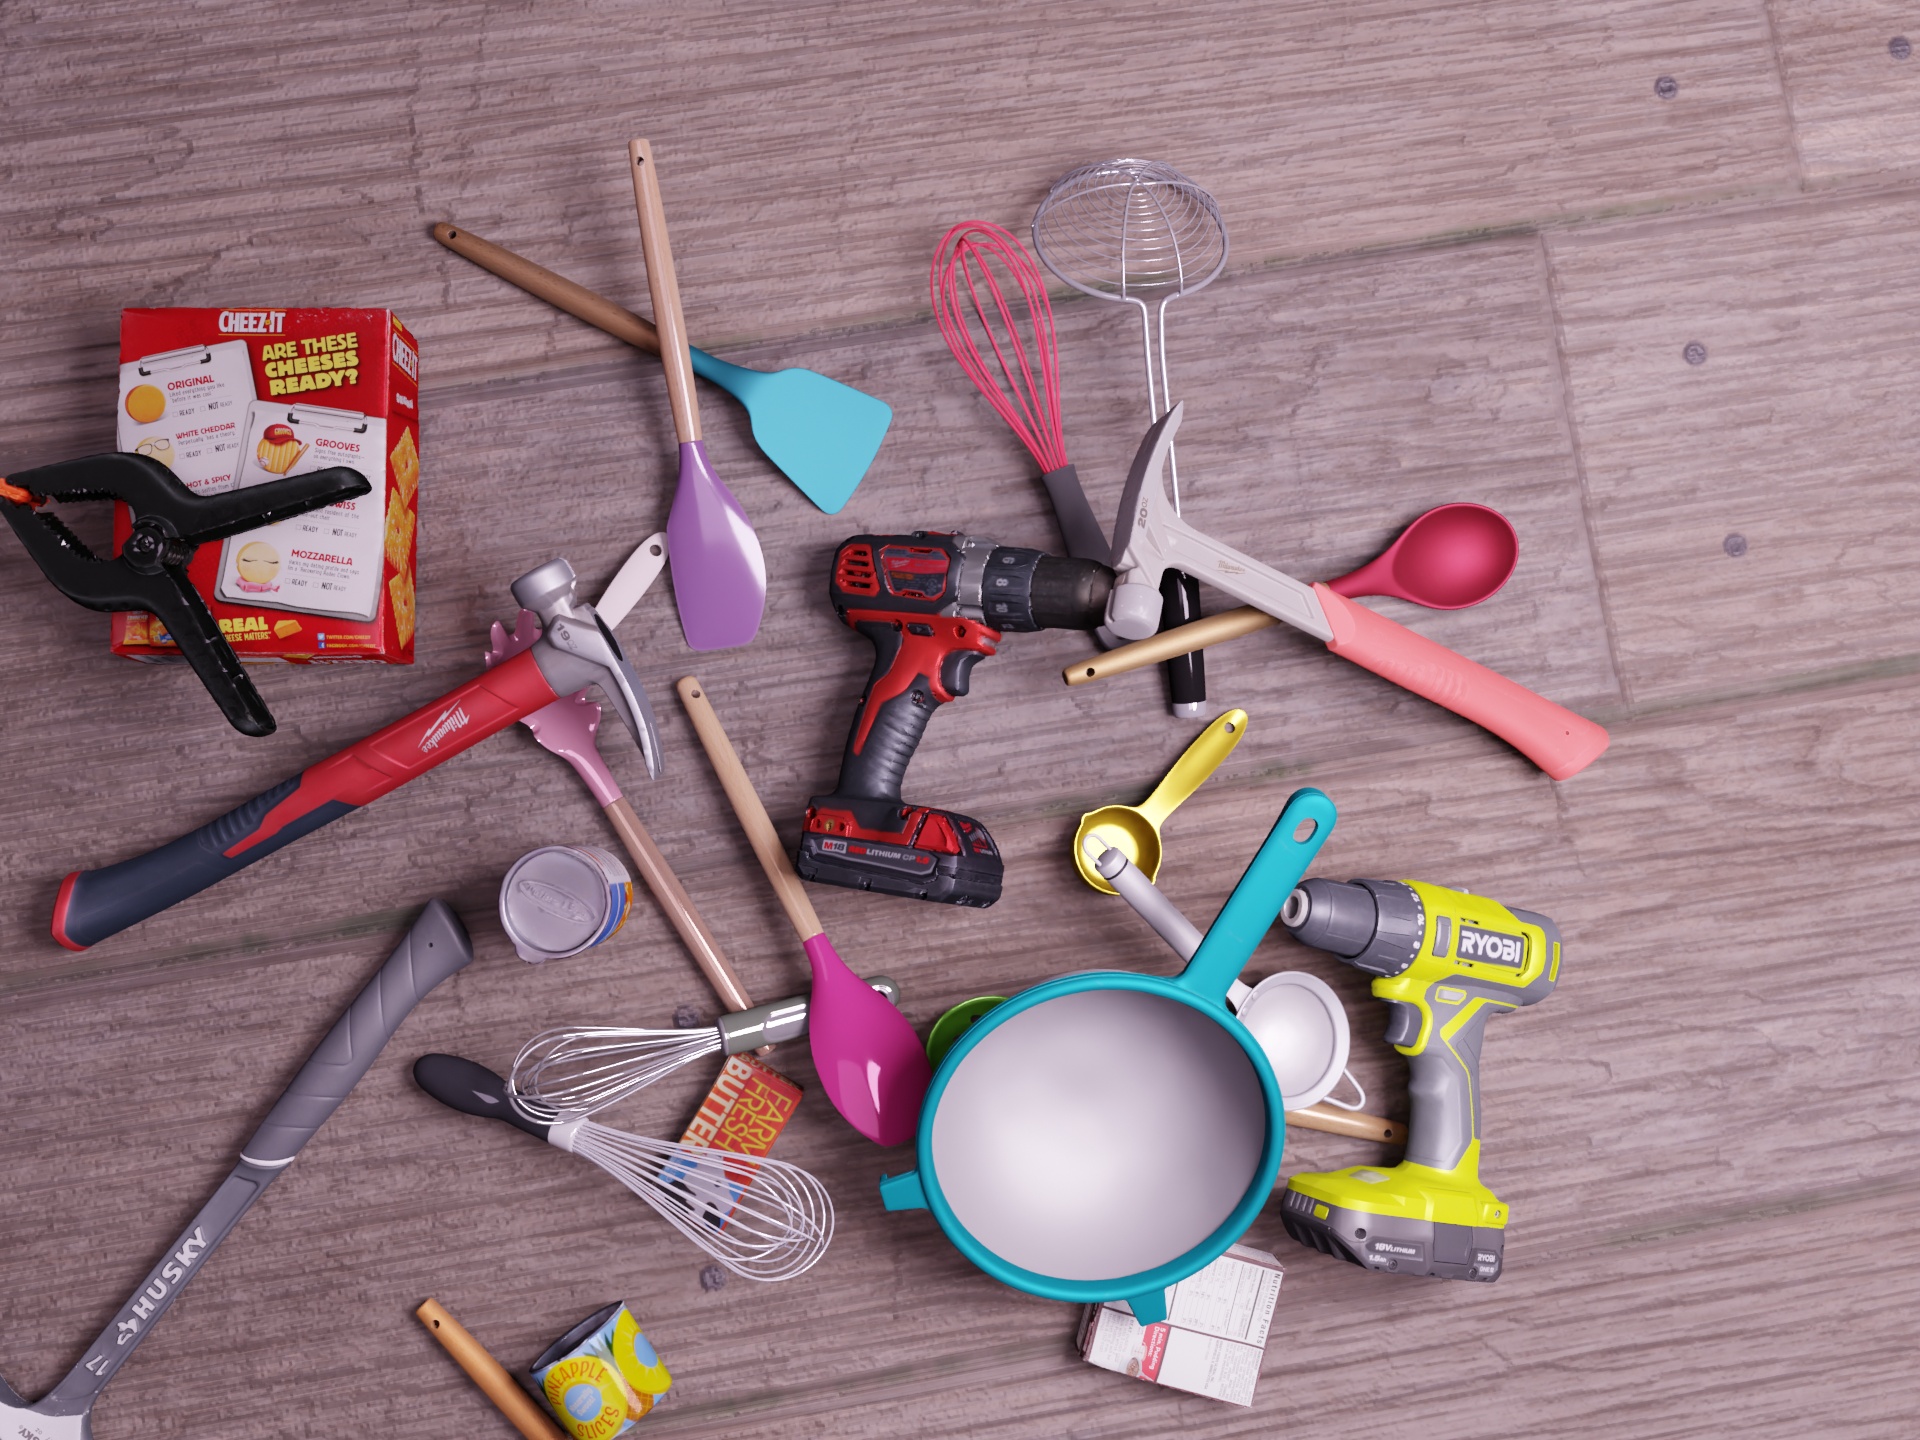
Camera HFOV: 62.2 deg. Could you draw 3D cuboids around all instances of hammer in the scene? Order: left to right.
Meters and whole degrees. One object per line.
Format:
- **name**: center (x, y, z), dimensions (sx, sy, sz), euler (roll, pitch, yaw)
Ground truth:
- **hammer**: center (-0.440, 0.279, 0.972), dimensions (0.149, 0.036, 0.409), euler (37, 85, 1)
- **hammer**: center (-0.370, 0.054, 0.961), dimensions (0.386, 0.038, 0.143), euler (-28, 98, 5)
- **hammer**: center (0.253, -0.058, 0.979), dimensions (0.359, 0.036, 0.149), euler (23, 66, -18)

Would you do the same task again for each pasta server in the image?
- **pasta server**: center (-0.202, 0.073, 0.996), dimensions (0.060, 0.040, 0.316), euler (-32, 89, -27)

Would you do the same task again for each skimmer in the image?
- **skimmer**: center (0.125, -0.185, 1.035), dimensions (0.127, 0.090, 0.363), euler (-7, 96, -8)

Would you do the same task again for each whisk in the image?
- **whisk**: center (-0.207, 0.258, 0.957), dimensions (0.285, 0.070, 0.070), euler (19, 85, 14)
- **whisk**: center (-0.152, 0.193, 0.962), dimensions (0.246, 0.059, 0.058), euler (-11, 99, -20)
- **whisk**: center (0.054, -0.178, 1.019), dimensions (0.073, 0.073, 0.296), euler (-22, 94, -4)

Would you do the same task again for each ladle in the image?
- **ladle**: center (0.211, -0.072, 1.010), dimensions (0.315, 0.031, 0.069), euler (-18, 99, -12)

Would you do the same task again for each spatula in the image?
- **spatula**: center (-0.218, 0.474, 0.965), dimensions (0.081, 0.041, 0.322), euler (-44, 88, -4)
- **spatula**: center (-0.199, -0.242, 1.028), dimensions (0.317, 0.044, 0.082), euler (28, 86, 4)
- **spatula**: center (-0.172, -0.201, 0.998), dimensions (0.060, 0.018, 0.316), euler (-9, 100, 0)

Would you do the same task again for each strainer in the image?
- **strainer**: center (0.109, 0.174, 0.927), dimensions (0.211, 0.095, 0.340), euler (28, 102, -11)
- **strainer**: center (0.158, 0.154, 0.977), dimensions (0.258, 0.050, 0.087), euler (46, 72, -20)

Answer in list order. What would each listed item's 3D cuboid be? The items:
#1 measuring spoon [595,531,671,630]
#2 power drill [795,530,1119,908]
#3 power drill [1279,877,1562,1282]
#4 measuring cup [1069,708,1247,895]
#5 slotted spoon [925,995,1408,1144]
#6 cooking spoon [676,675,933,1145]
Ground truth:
- **measuring spoon**: center (-0.216, -0.073, 0.998), dimensions (0.034, 0.018, 0.124), euler (38, 66, -15)
- **power drill**: center (-0.002, -0.003, 0.965), dimensions (0.188, 0.080, 0.227), euler (6, 83, 24)
- **power drill**: center (0.265, 0.209, 0.962), dimensions (0.190, 0.080, 0.228), euler (14, 81, -24)
- **measuring cup**: center (0.130, 0.050, 1.025), dimensions (0.062, 0.029, 0.156), euler (45, 73, 1)
- **slotted spoon**: center (0.131, 0.232, 1.006), dimensions (0.313, 0.031, 0.070), euler (13, 93, -4)
- **cooking spoon**: center (-0.103, 0.112, 0.984), dimensions (0.068, 0.017, 0.319), euler (-22, 77, -28)
